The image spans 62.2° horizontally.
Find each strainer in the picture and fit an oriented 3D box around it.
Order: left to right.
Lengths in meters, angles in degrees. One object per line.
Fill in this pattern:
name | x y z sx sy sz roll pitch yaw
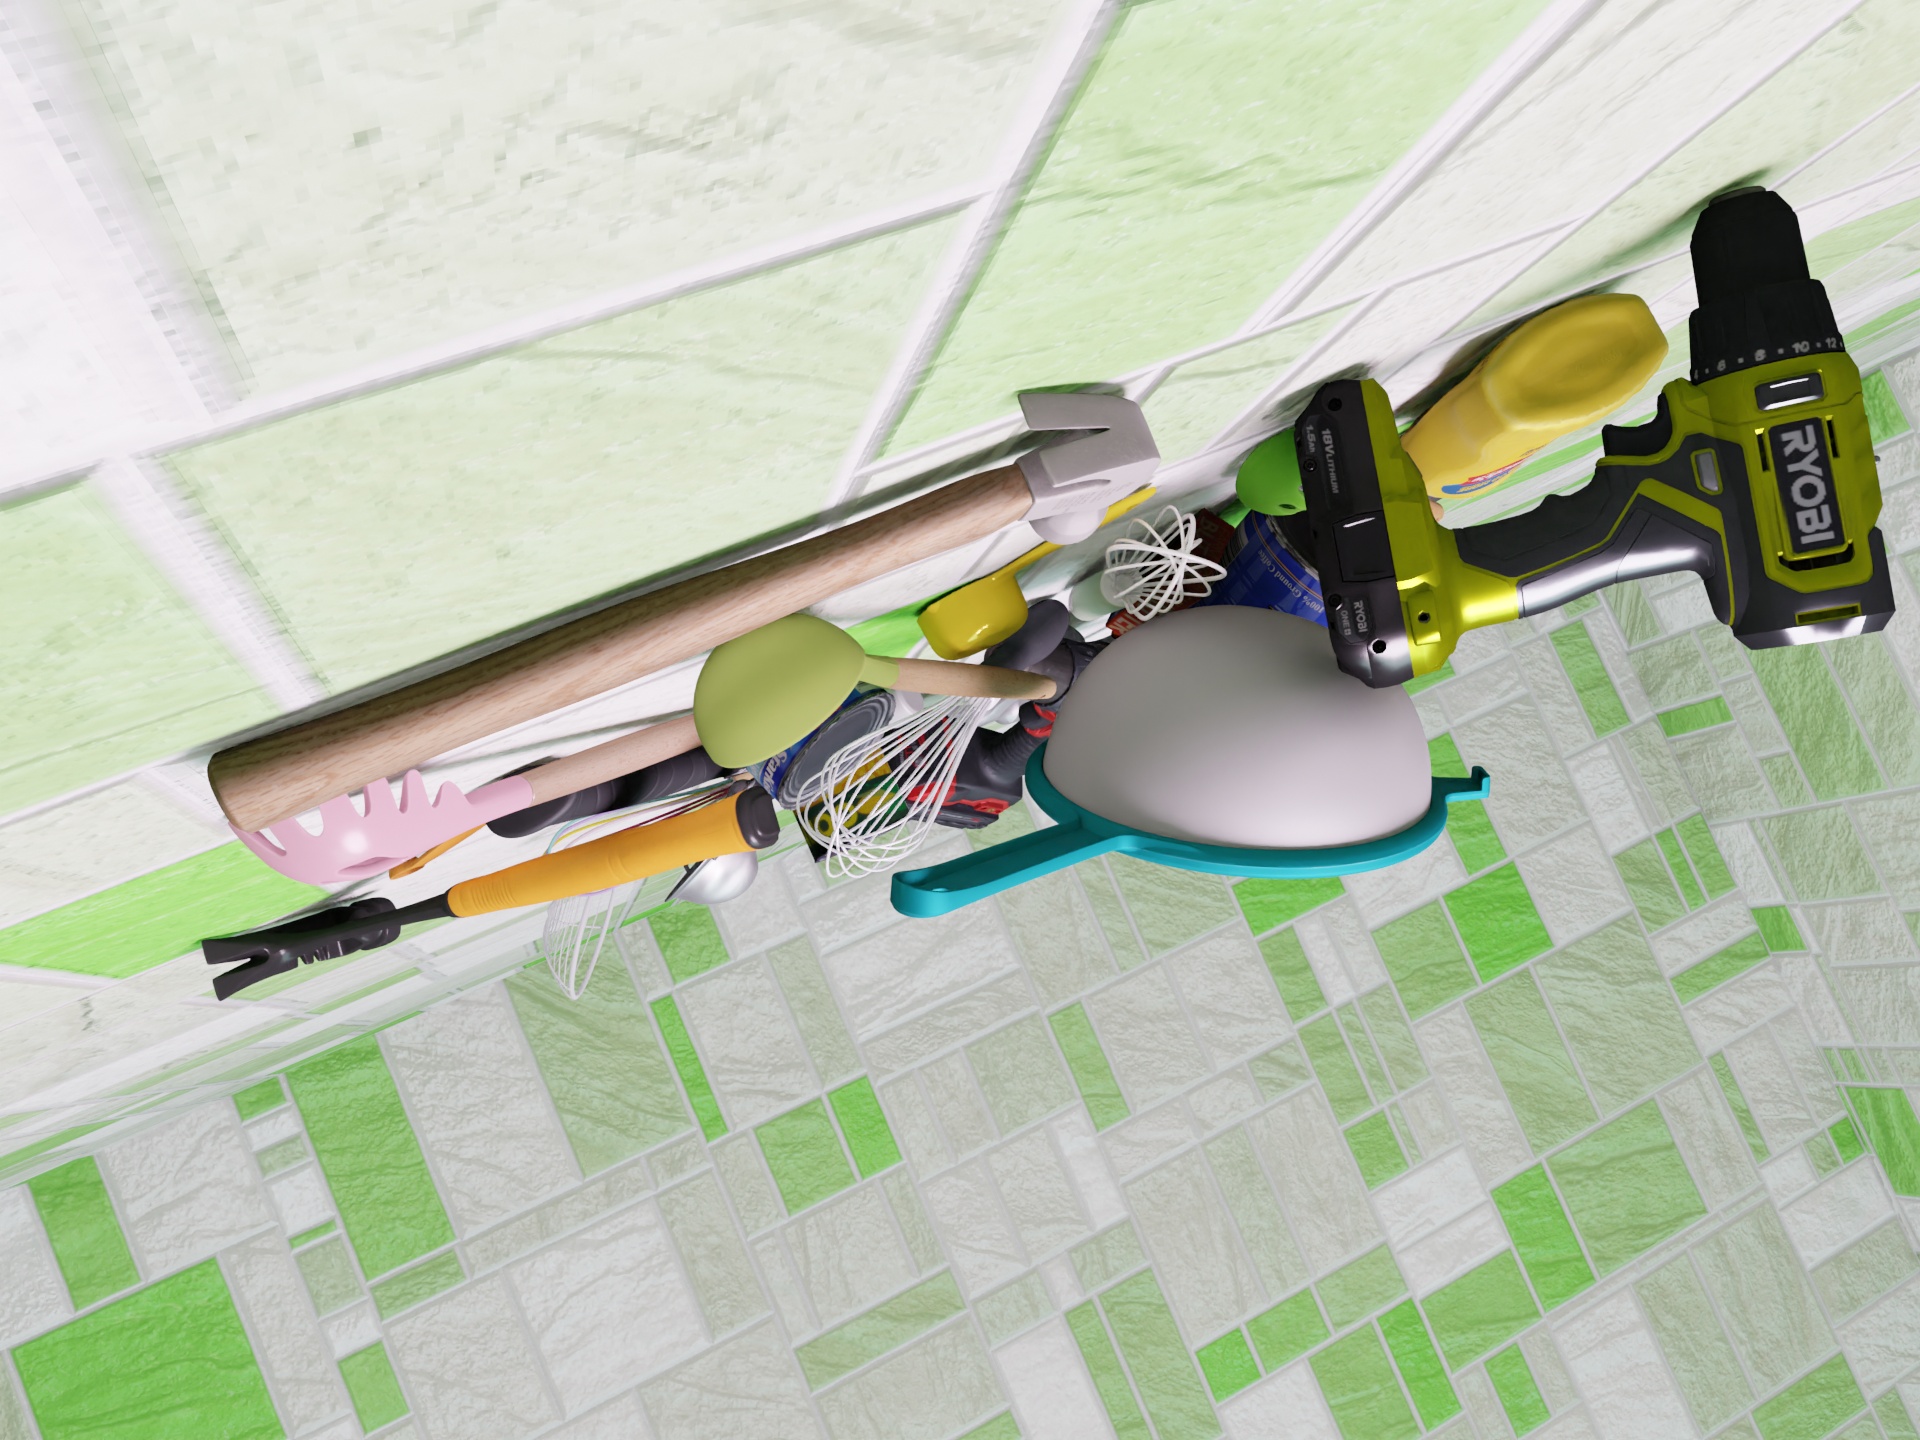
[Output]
strainer | -0.146 0.076 1.000 0.087 0.050 0.258 -49 178 -21
strainer | 0.095 0.007 0.749 0.211 0.095 0.340 19 -156 40

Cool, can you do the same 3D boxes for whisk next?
whisk | -0.176 0.051 1.091 0.245 0.051 0.047 -26 -162 -26
whisk | -0.001 -0.004 0.888 0.070 0.070 0.285 -28 -167 39
whisk | 0.091 -0.075 0.869 0.059 0.058 0.246 13 178 -6

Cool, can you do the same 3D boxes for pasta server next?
pasta server | -0.185 0.019 0.725 0.060 0.040 0.316 -27 179 30

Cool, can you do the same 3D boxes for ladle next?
ladle | -0.019 -0.011 0.769 0.078 0.062 0.320 -23 169 25

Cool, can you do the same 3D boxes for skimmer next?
skimmer | -0.206 0.113 1.280 0.363 0.090 0.127 -29 -154 25

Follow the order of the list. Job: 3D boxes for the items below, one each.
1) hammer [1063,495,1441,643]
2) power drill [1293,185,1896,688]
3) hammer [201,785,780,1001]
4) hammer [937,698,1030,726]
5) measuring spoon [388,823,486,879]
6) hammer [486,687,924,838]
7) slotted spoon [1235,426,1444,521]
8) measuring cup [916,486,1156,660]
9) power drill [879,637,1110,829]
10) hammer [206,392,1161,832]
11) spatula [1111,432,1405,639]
hammer | 0.225 -0.109 1.148 0.331 0.033 0.128 -29 154 18
power drill | 0.266 -0.113 0.689 0.228 0.190 0.080 -10 179 16
hammer | -0.245 0.090 0.851 0.337 0.034 0.127 -16 179 25
hammer | 0.152 -0.075 1.285 0.405 0.035 0.144 -27 175 33
measuring spoon | -0.270 0.058 0.846 0.117 0.011 0.021 -31 172 32
hammer | -0.152 0.027 0.914 0.146 0.035 0.334 -27 175 24
slotted spoon | 0.233 -0.129 0.903 0.070 0.031 0.313 -32 167 27
measuring cup | 0.042 -0.071 0.800 0.156 0.029 0.062 -28 174 38
power drill | 0.033 0.002 1.137 0.187 0.080 0.226 14 151 -44
hammer | -0.082 -0.038 0.534 0.331 0.031 0.130 -23 176 -13
spatula | 0.223 -0.126 1.016 0.081 0.041 0.322 7 155 -35
